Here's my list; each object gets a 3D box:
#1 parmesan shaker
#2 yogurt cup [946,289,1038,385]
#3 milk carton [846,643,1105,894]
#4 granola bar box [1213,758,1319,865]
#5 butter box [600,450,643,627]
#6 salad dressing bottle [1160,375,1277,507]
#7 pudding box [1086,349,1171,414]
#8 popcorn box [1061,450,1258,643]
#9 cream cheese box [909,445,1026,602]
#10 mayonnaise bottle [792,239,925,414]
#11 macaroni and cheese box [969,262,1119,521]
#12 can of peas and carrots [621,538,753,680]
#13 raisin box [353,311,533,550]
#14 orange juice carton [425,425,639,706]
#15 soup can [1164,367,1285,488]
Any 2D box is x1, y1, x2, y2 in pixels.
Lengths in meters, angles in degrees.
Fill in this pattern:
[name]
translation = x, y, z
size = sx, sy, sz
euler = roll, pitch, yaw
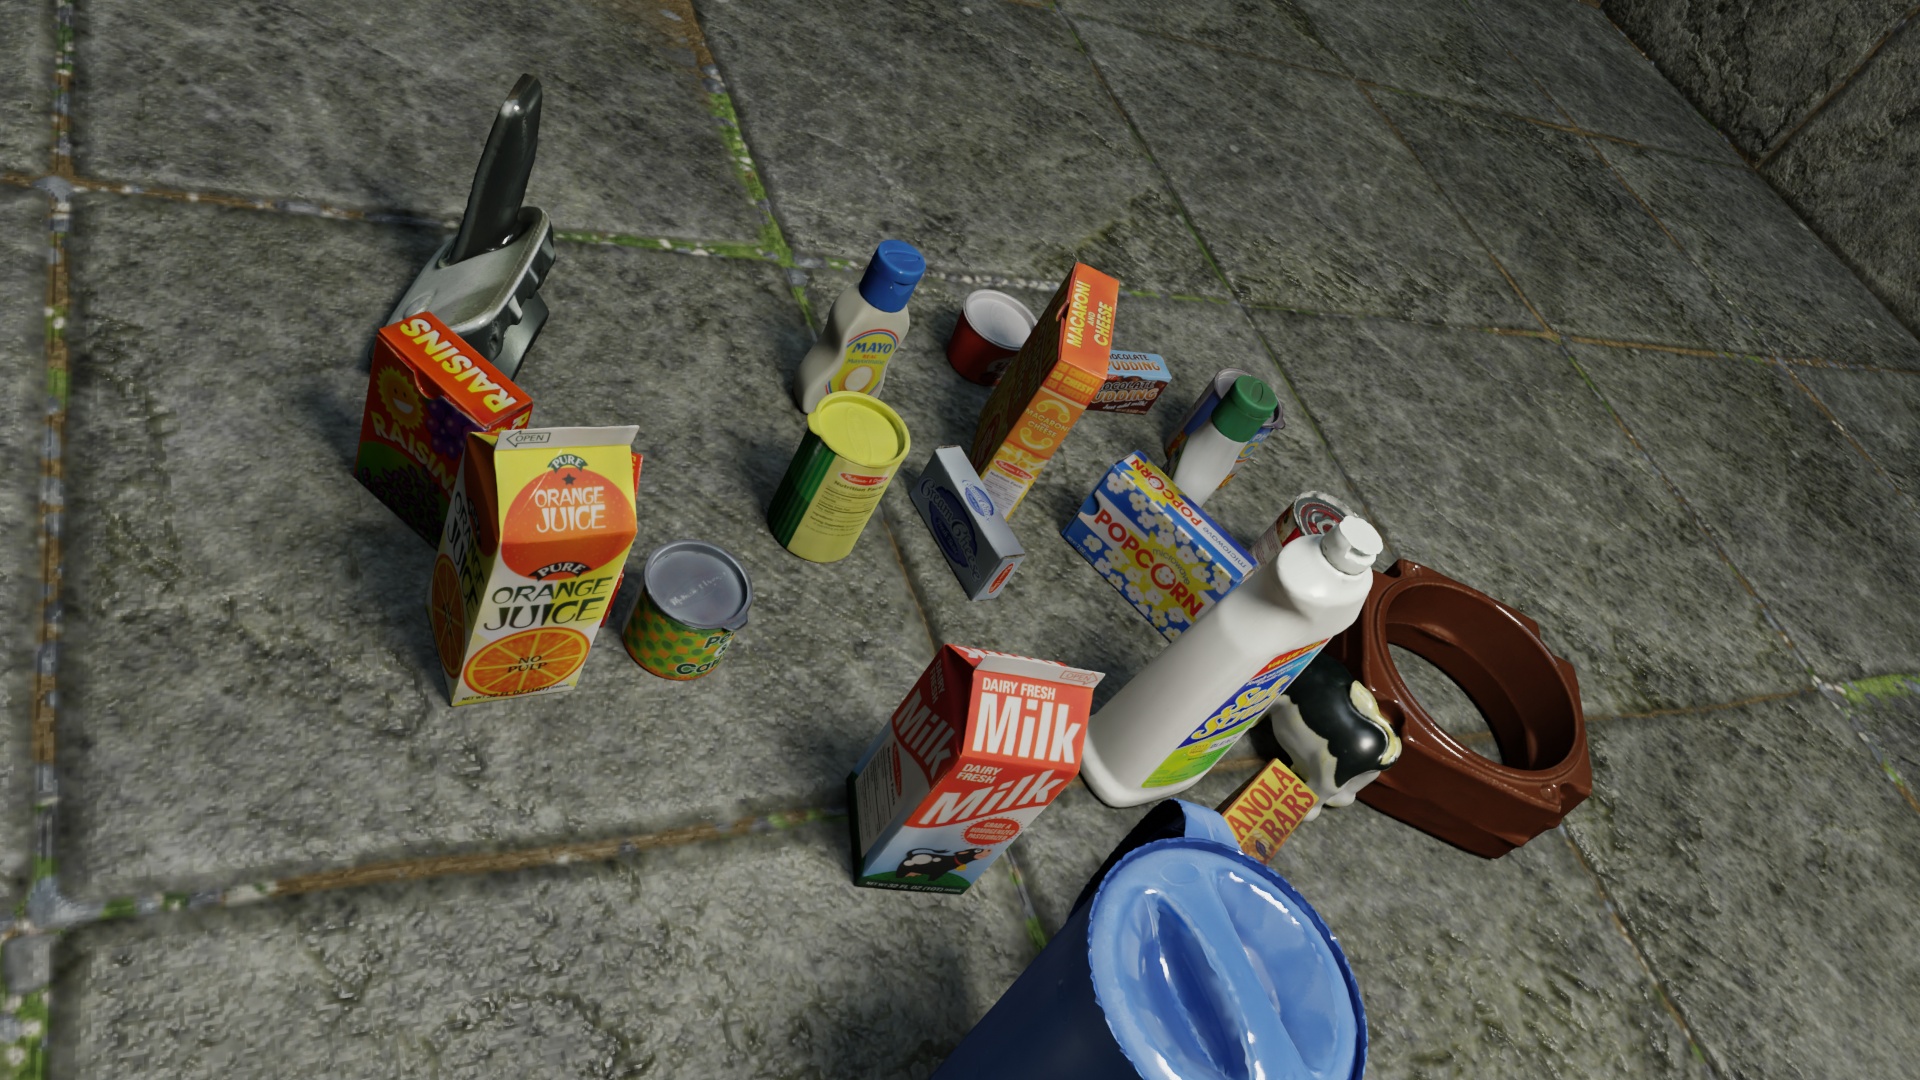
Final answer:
[parmesan shaker]
translation = -0.086, -0.042, 0.929
size = 0.071, 0.102, 0.072
euler = 17, 45, -17
[yogurt cup]
translation = 0.024, -0.165, 1.144
size = 0.072, 0.053, 0.073
euler = 17, 45, -17
[milk carton]
translation = 0.005, 0.120, 0.771
size = 0.072, 0.189, 0.074
euler = 11, 47, -23
[granola bar box]
translation = 0.127, 0.209, 0.812
size = 0.039, 0.123, 0.166
euler = 45, 44, 12
[butter box]
translation = -0.218, -0.004, 0.853
size = 0.024, 0.052, 0.104
euler = 15, 46, -19
[salad dressing bottle]
translation = 0.192, -0.066, 1.086
size = 0.044, 0.146, 0.064
euler = 31, 43, -3
[pudding box]
translation = 0.132, -0.136, 1.185
size = 0.084, 0.049, 0.030
euler = 2, 51, -30
[popcorn box]
translation = 0.148, 0.006, 1.038
size = 0.127, 0.084, 0.038
euler = 45, 44, 13
[cream cheese box]
translation = 0.004, -0.012, 0.993
size = 0.024, 0.053, 0.104
euler = -9, 57, -37
[mayonnaise bottle]
translation = -0.070, -0.150, 1.005
size = 0.065, 0.147, 0.041
euler = -2, 53, -33
[macaroni and cheese box]
translation = 0.057, -0.106, 1.027
size = 0.040, 0.165, 0.124
euler = 24, 43, -11
[can of peas and carrots]
translation = -0.163, 0.044, 0.838
size = 0.071, 0.058, 0.071
euler = 17, 45, -17
[raisin box]
translation = -0.301, -0.058, 0.801
size = 0.086, 0.122, 0.040
euler = 41, 43, 8
[orange juice carton]
translation = -0.227, 0.004, 0.738
size = 0.072, 0.191, 0.073
euler = -5, 55, -34
[soup can]
translation = 0.223, -0.092, 1.174
size = 0.071, 0.083, 0.072
euler = 17, 45, -17
